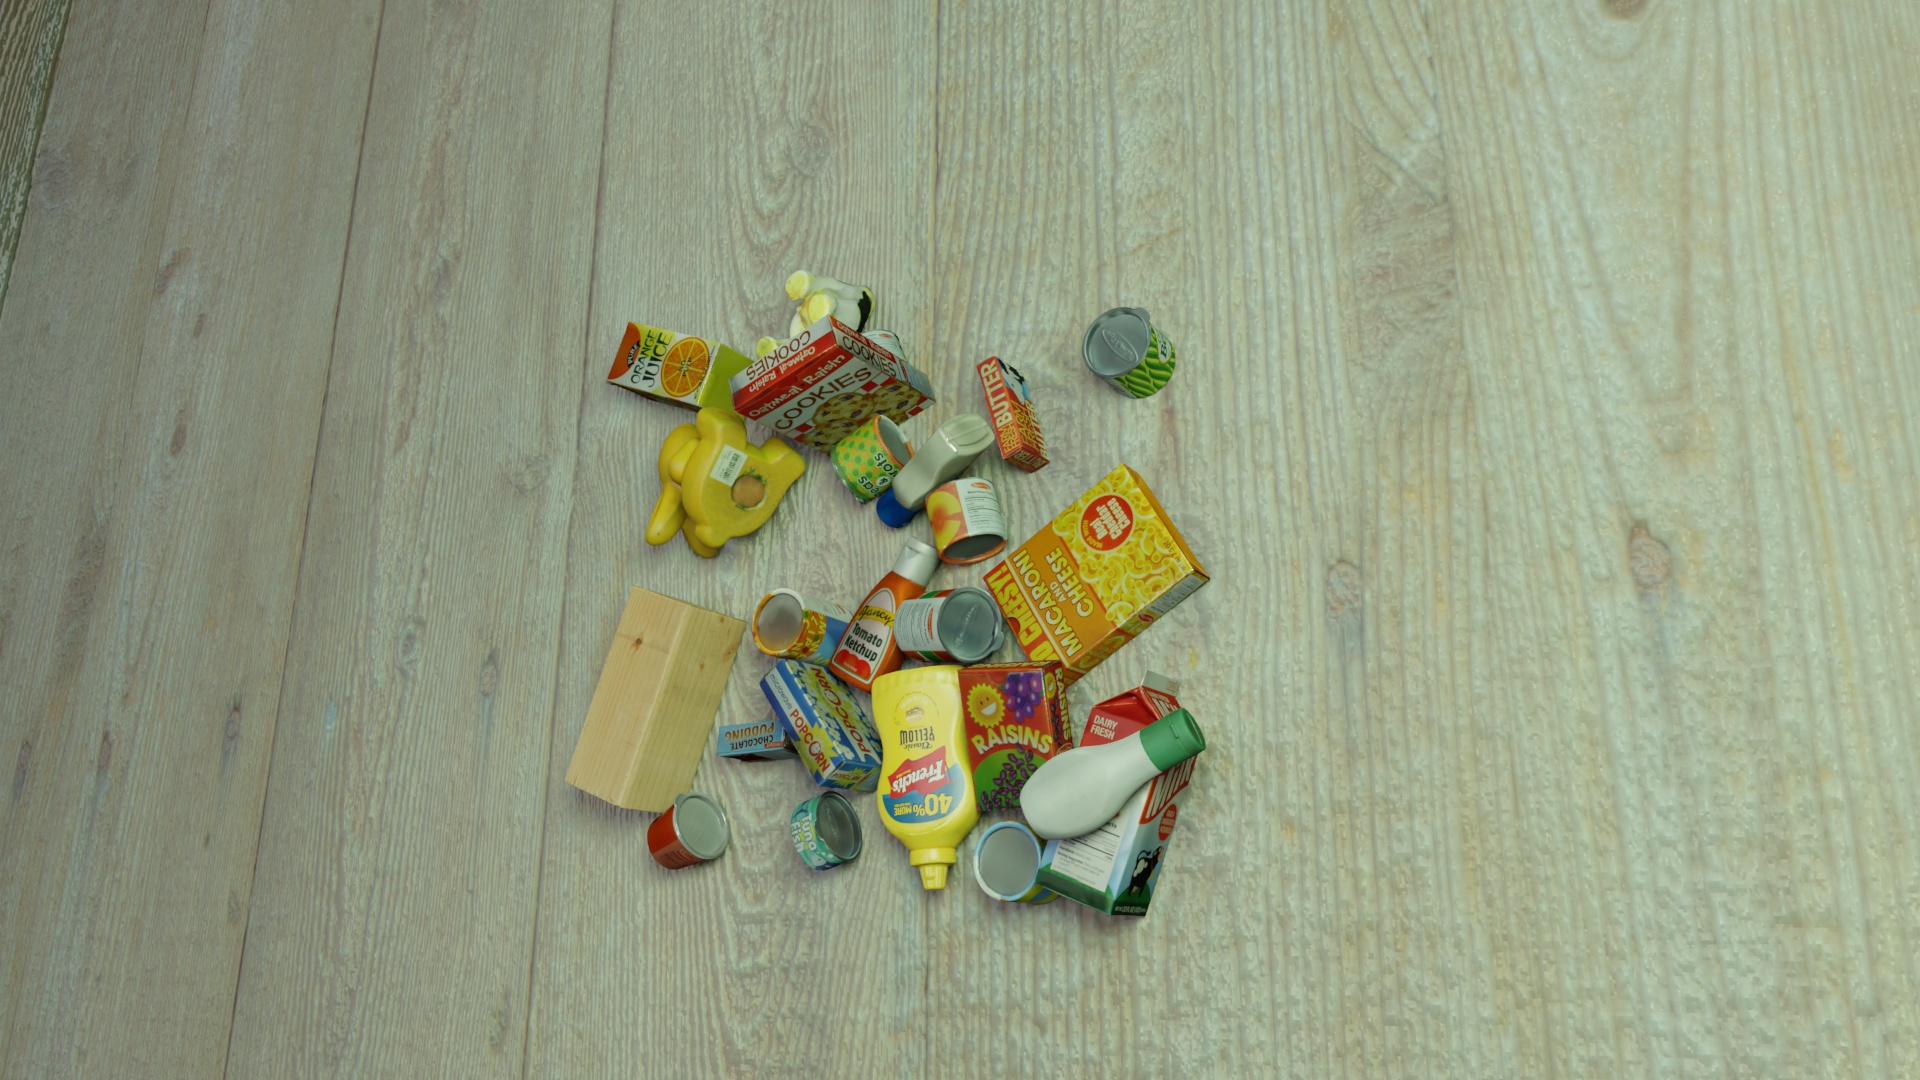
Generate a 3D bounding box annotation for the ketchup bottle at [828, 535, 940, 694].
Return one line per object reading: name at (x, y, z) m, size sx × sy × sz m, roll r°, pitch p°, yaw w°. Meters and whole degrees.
ketchup bottle at (-0.065, 0.069, 1.306) m, size 0.065 × 0.043 × 0.149 m, roll 27°, pitch 90°, yaw 33°

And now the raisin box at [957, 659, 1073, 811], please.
raisin box at (0.049, 0.166, 1.180) m, size 0.086 × 0.040 × 0.123 m, roll -6°, pitch 94°, yaw 32°

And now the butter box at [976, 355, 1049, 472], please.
butter box at (0.049, -0.117, 1.286) m, size 0.024 × 0.053 × 0.104 m, roll -27°, pitch 63°, yaw 25°

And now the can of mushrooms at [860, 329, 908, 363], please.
can of mushrooms at (-0.088, -0.175, 1.383) m, size 0.071 × 0.071 × 0.033 m, roll -33°, pitch 62°, yaw 20°

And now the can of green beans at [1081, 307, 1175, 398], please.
can of green beans at (0.150, -0.166, 1.235) m, size 0.071 × 0.058 × 0.071 m, roll -10°, pitch 70°, yaw 30°

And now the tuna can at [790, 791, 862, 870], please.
tuna can at (-0.123, 0.265, 1.264) m, size 0.032 × 0.071 × 0.071 m, roll -27°, pitch 63°, yaw 24°

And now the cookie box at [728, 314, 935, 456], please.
cookie box at (-0.121, -0.142, 1.330) m, size 0.122 × 0.167 × 0.040 m, roll -30°, pitch 63°, yaw 22°

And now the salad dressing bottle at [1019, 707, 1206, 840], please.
salad dressing bottle at (0.117, 0.179, 1.069) m, size 0.147 × 0.044 × 0.064 m, roll -32°, pitch 62°, yaw 18°

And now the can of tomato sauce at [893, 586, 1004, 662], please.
can of tomato sauce at (-0.011, 0.077, 1.240) m, size 0.083 × 0.071 × 0.071 m, roll -10°, pitch 68°, yaw 59°

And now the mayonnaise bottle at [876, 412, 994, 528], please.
mayonnaise bottle at (-0.030, -0.062, 1.291) m, size 0.041 × 0.065 × 0.147 m, roll 56°, pitch 136°, yaw 9°

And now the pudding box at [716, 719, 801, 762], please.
pudding box at (-0.188, 0.194, 1.339) m, size 0.083 × 0.049 × 0.030 m, roll -10°, pitch 69°, yaw 29°

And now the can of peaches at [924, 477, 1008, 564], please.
can of peaches at (0.005, -0.016, 1.276) m, size 0.071 × 0.071 × 0.058 m, roll -26°, pitch 64°, yaw 23°

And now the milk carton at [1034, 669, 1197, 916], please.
milk carton at (0.135, 0.200, 1.123) m, size 0.073 × 0.072 × 0.190 m, roll 16°, pitch 85°, yaw 34°

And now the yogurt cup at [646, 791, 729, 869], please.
yogurt cup at (-0.267, 0.286, 1.353) m, size 0.053 × 0.072 × 0.072 m, roll -32°, pitch 61°, yaw 29°

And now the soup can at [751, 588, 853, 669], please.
soup can at (-0.150, 0.088, 1.327) m, size 0.071 × 0.083 × 0.071 m, roll -10°, pitch 71°, yaw 30°

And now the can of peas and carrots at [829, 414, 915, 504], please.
can of peas and carrots at (-0.083, -0.078, 1.348) m, size 0.058 × 0.071 × 0.071 m, roll -33°, pitch 61°, yaw 19°

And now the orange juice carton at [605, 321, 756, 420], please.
orange juice carton at (-0.316, -0.187, 1.523) m, size 0.193 × 0.073 × 0.072 m, roll 17°, pitch 85°, yaw 35°

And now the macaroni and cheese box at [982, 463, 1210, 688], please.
macaroni and cheese box at (0.114, 0.032, 1.207) m, size 0.166 × 0.040 × 0.124 m, roll -40°, pitch 58°, yaw 16°

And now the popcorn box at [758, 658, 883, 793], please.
popcorn box at (-0.122, 0.171, 1.284) m, size 0.038 × 0.085 × 0.127 m, roll -45°, pitch 58°, yaw 14°

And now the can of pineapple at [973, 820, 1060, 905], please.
can of pineapple at (0.054, 0.268, 1.160) m, size 0.071 × 0.058 × 0.071 m, roll -10°, pitch 70°, yaw 29°
